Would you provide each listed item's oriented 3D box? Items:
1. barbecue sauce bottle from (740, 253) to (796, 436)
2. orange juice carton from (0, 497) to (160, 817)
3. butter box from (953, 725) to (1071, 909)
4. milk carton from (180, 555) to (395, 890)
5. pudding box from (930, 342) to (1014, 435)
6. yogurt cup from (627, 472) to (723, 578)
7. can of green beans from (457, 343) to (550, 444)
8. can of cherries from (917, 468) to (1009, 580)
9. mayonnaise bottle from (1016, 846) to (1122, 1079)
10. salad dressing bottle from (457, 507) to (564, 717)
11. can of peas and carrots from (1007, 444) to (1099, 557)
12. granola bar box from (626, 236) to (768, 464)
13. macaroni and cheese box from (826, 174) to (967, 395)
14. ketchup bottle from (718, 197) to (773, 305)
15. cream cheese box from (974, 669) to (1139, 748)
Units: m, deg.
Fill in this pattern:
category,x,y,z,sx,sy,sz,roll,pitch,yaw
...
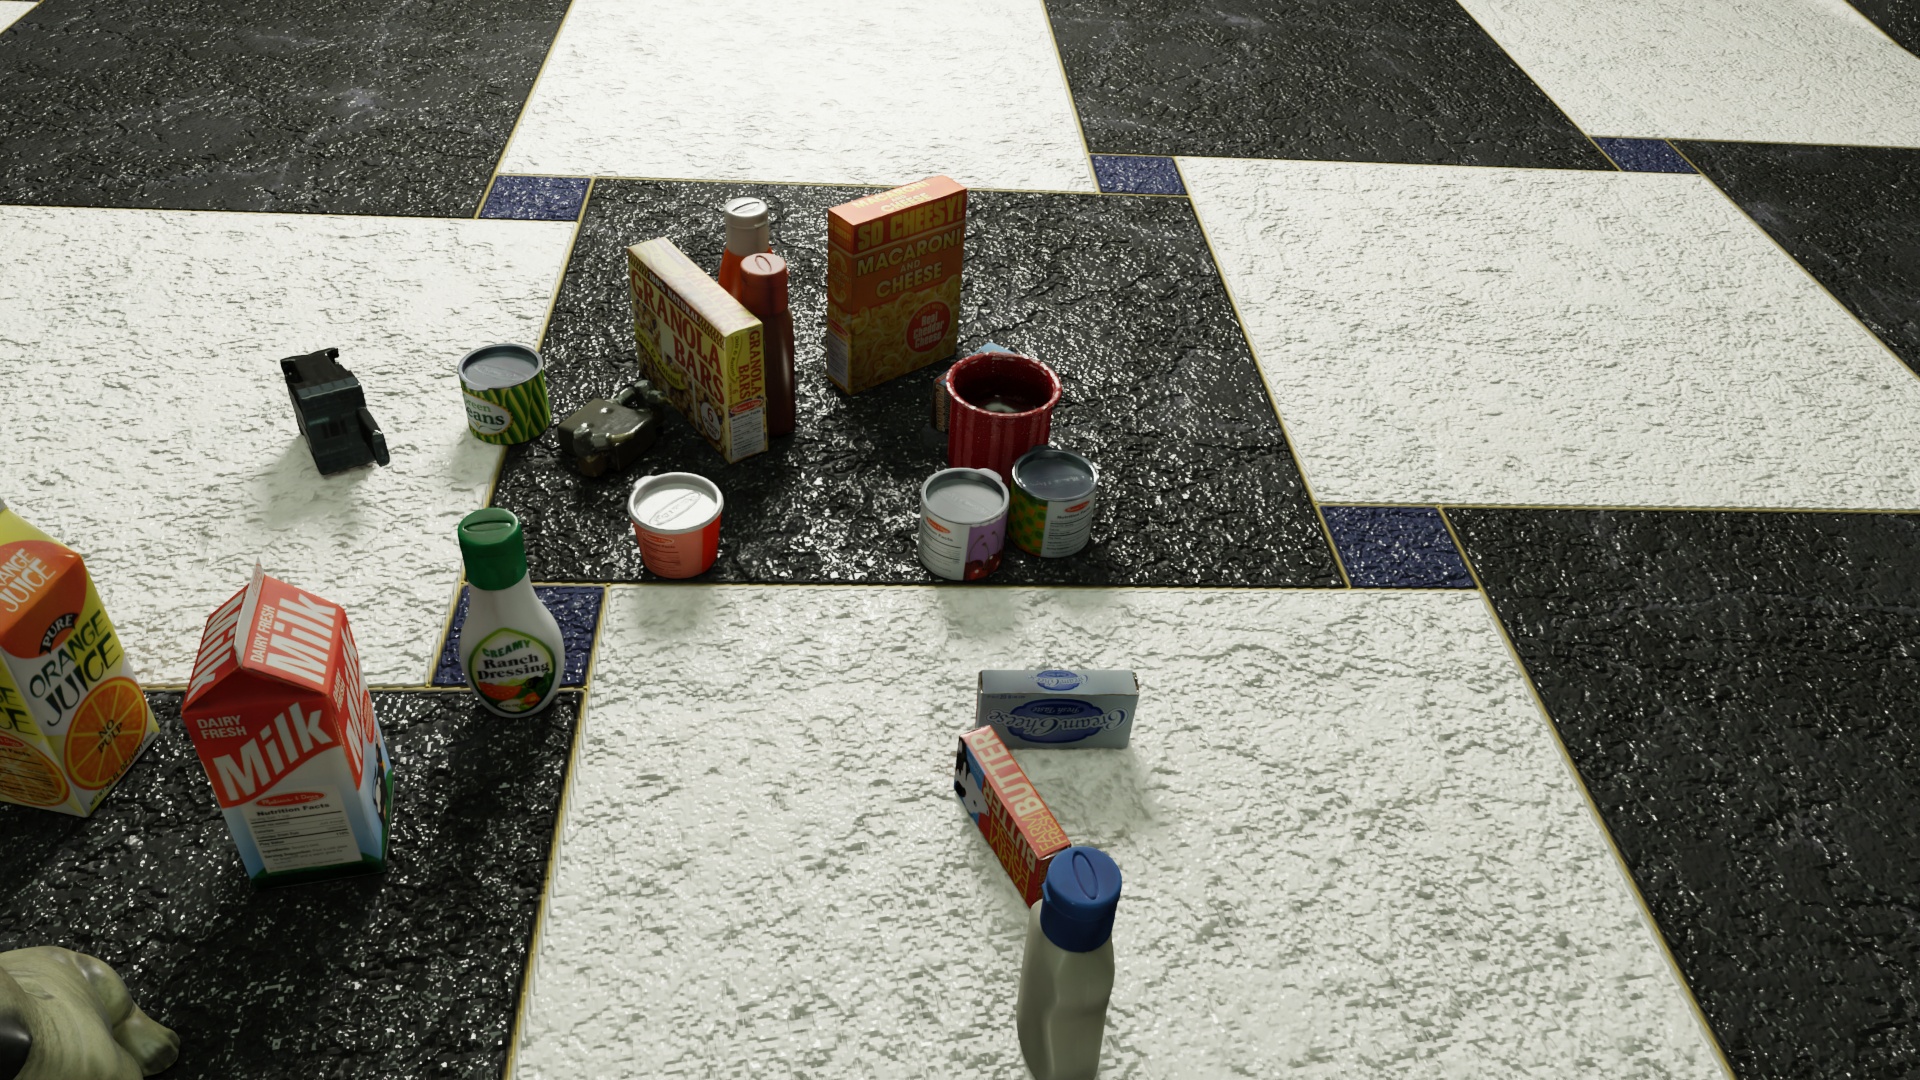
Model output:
category,x,y,z,sx,sy,sz,roll,pitch,yaw
barbecue sauce bottle,-0.158,-0.161,1.136,0.044,0.147,0.065,-12,42,-19
orange juice carton,-0.539,0.065,0.792,0.073,0.191,0.072,9,40,6
butter box,0.030,0.166,0.837,0.024,0.052,0.104,-16,44,-23
milk carton,-0.370,0.102,0.766,0.073,0.189,0.073,-6,41,-12
pudding box,0.011,-0.130,1.193,0.030,0.049,0.084,28,45,26
yogurt cup,-0.208,-0.009,1.022,0.072,0.053,0.073,3,40,-2
can of green beans,-0.372,-0.120,1.136,0.071,0.057,0.071,3,40,-2
can of cherries,0.004,-0.013,1.045,0.071,0.058,0.072,3,40,-2
mayonnaise bottle,0.055,0.215,0.706,0.041,0.147,0.065,-5,41,-12
salad dressing bottle,-0.287,0.047,0.875,0.064,0.146,0.044,-6,41,-13
can of peas and carrots,0.069,-0.030,1.072,0.071,0.058,0.071,3,40,-2
granola bar box,-0.217,-0.159,1.146,0.039,0.123,0.166,-23,47,-29
macaroni and cheese box,-0.057,-0.222,1.205,0.124,0.165,0.040,-26,49,-32
ketchup bottle,-0.183,-0.222,1.207,0.043,0.148,0.065,33,47,30
cream cheese box,0.062,0.110,0.906,0.104,0.053,0.024,0,40,-5
